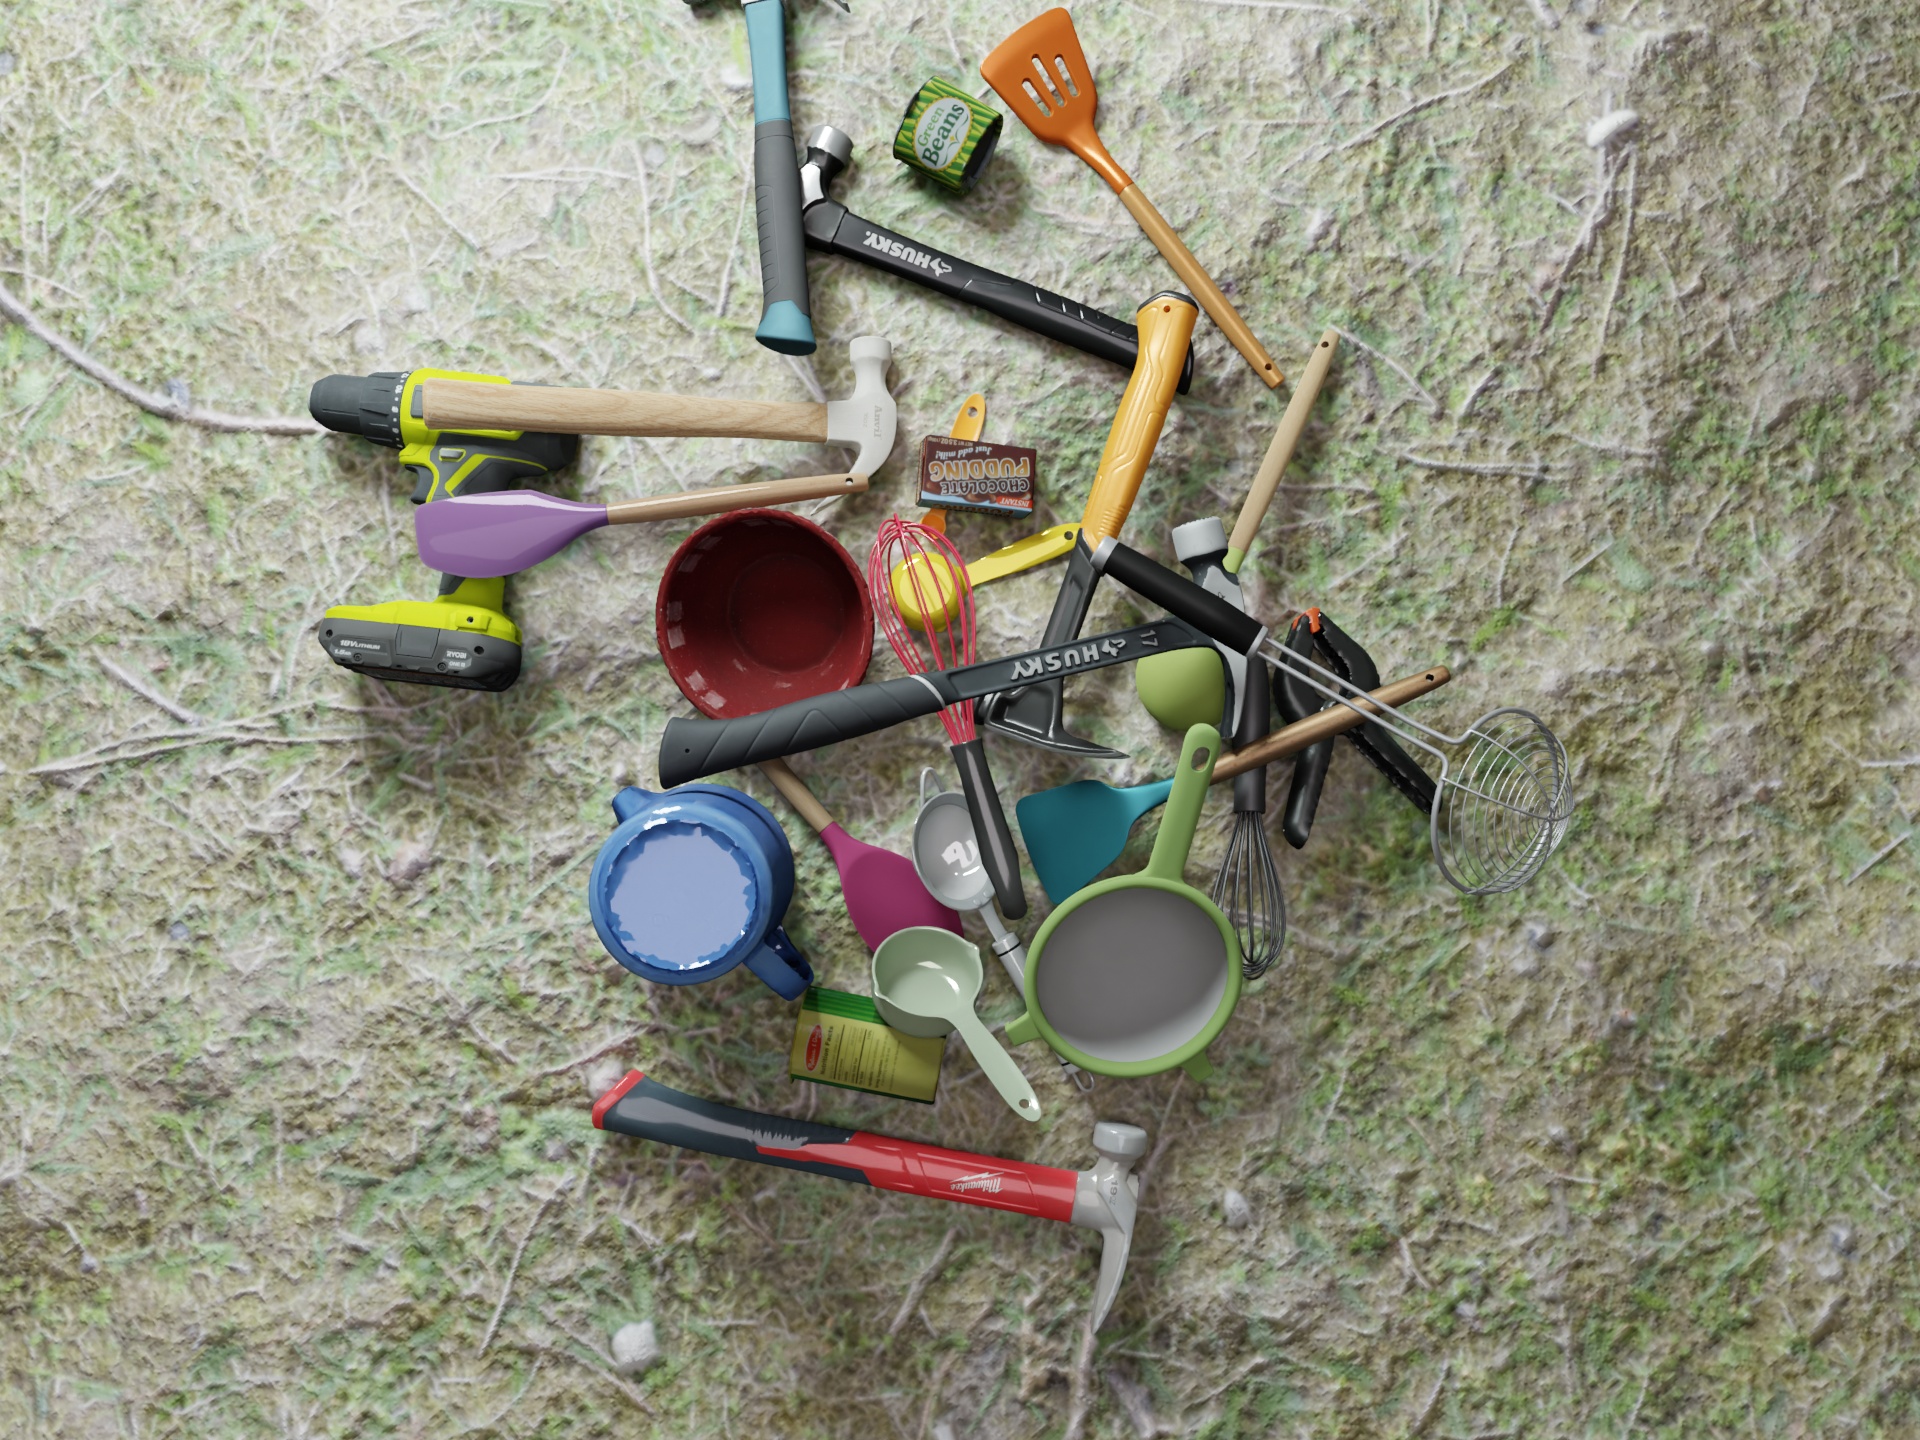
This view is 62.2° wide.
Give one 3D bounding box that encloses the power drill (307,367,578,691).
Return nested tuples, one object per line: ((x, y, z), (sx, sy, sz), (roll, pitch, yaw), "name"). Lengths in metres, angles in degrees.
((-0.388, -0.144, 1.152), (0.190, 0.080, 0.228), (6, 82, 1), "power drill")

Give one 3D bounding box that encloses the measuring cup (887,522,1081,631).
((0.020, -0.113, 1.161), (0.156, 0.029, 0.062), (-22, 85, 0), "measuring cup")

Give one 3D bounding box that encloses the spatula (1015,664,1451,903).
((0.191, 0.031, 1.114), (0.317, 0.044, 0.082), (-23, 71, 5), "spatula")

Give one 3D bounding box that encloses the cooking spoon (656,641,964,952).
((-0.114, 0.059, 1.154), (0.069, 0.017, 0.319), (-40, 85, -16), "cooking spoon")

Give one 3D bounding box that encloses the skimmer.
((0.244, -0.013, 1.057), (0.363, 0.090, 0.127), (31, 80, 5), "skimmer")

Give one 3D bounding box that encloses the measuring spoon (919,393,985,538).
((-0.005, -0.188, 1.180), (0.021, 0.011, 0.117), (20, 82, -8), "measuring spoon")

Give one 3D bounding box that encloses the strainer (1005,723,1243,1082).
((0.128, 0.118, 1.095), (0.151, 0.069, 0.256), (13, 103, -8), "strainer")

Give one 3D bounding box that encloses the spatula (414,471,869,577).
((-0.221, -0.145, 1.115), (0.316, 0.018, 0.060), (-9, 87, -5), "spatula")

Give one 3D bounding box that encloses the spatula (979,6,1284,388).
((0.138, -0.377, 1.177), (0.081, 0.041, 0.322), (-37, 86, -3), "spatula")

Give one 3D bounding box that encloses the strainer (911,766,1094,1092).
((0.026, 0.153, 1.132), (0.087, 0.050, 0.258), (-30, 90, -45), "strainer")

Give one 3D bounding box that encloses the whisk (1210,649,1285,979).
((0.206, 0.064, 1.135), (0.055, 0.055, 0.239), (2, 80, 2), "whisk")

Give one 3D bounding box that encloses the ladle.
((0.213, -0.140, 1.158), (0.078, 0.062, 0.320), (20, 78, 26), "ladle")

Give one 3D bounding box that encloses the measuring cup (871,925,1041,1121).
((0.001, 0.211, 1.066), (0.083, 0.038, 0.168), (-21, 53, -28), "measuring cup")

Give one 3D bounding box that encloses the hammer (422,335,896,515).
((-0.209, -0.215, 1.135), (0.331, 0.031, 0.130), (0, 85, -14), "hammer")

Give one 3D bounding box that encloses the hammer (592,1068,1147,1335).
((-0.070, 0.324, 1.120), (0.386, 0.038, 0.143), (10, 87, 2), "hammer")

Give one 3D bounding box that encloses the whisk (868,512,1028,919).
((-0.002, -0.004, 1.108), (0.073, 0.073, 0.296), (-17, 89, 0), "whisk")

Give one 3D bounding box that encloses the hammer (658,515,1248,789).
((-0.001, -0.019, 1.058), (0.409, 0.036, 0.149), (-14, 89, -8), "hammer")

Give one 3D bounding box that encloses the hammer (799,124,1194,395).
((0.017, -0.314, 1.177), (0.335, 0.035, 0.146), (23, 85, 3), "hammer")

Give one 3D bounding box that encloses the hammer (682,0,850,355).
((-0.137, -0.420, 1.162), (0.128, 0.033, 0.331), (-8, 77, 10), "hammer")

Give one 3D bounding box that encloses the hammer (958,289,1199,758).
((0.108, -0.140, 1.128), (0.127, 0.034, 0.337), (19, 90, 24), "hammer")
